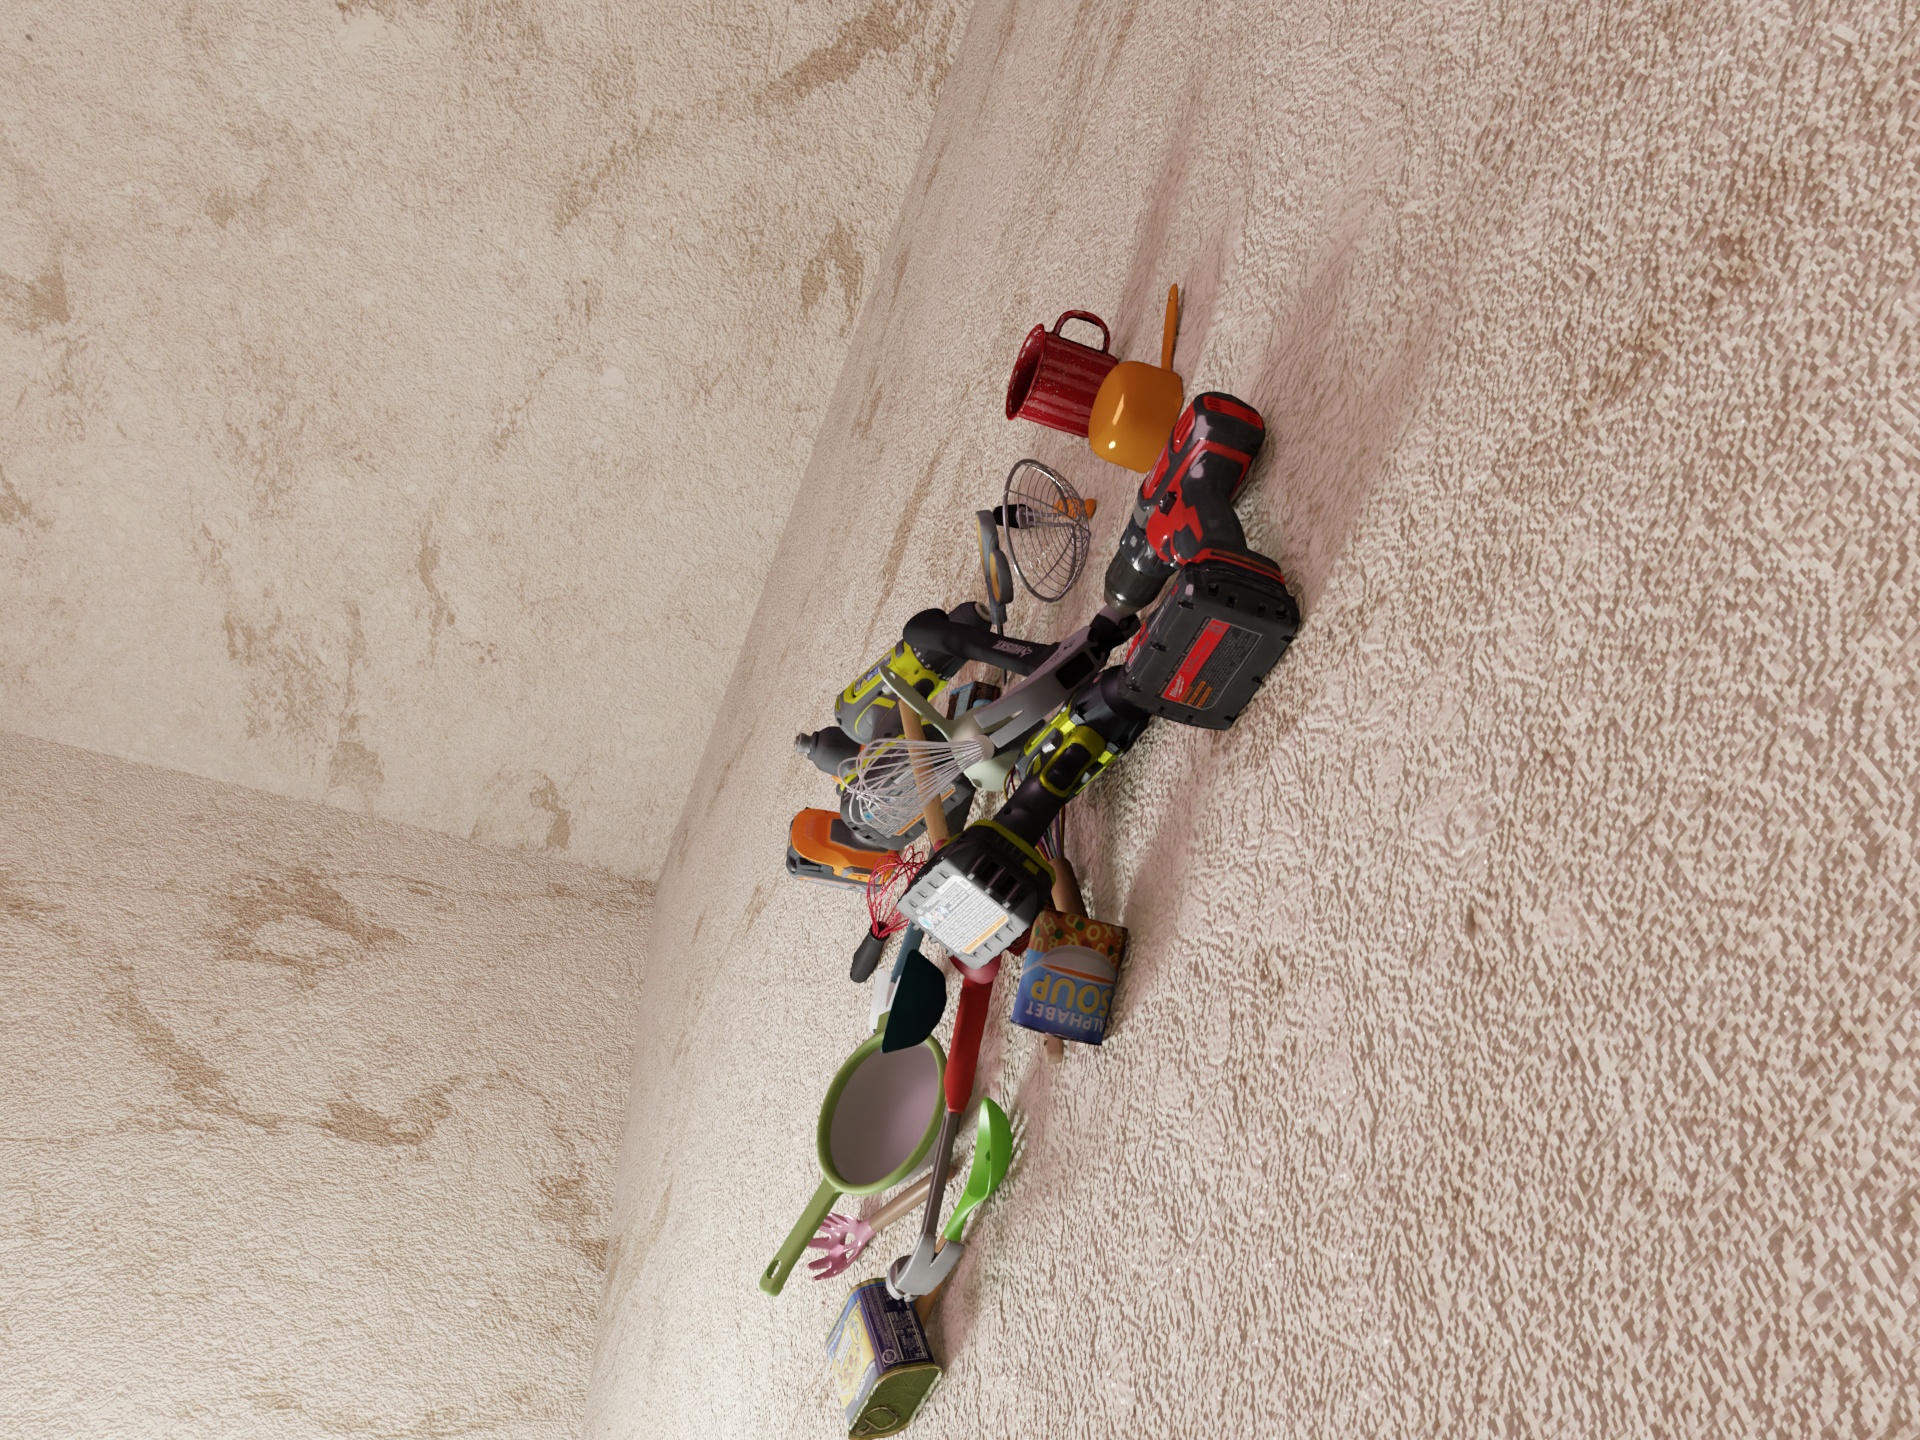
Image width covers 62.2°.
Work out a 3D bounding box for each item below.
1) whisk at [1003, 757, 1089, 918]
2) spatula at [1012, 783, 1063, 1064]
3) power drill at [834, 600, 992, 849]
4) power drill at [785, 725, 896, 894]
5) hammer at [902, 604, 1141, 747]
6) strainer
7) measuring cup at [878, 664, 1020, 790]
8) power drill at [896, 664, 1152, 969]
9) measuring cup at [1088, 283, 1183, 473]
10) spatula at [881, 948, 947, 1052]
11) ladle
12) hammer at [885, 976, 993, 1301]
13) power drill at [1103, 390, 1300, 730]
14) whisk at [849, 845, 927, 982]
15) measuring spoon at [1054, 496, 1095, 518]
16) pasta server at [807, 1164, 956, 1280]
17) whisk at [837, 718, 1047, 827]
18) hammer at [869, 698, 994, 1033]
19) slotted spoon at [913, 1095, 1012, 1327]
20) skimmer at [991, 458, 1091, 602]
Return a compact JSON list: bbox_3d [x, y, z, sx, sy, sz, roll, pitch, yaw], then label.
[{"bbox_3d":[0.075,0.099,1.246,0.245,0.047,0.051,-105,21,-54],"label":"whisk"},{"bbox_3d":[0.063,0.147,1.277,0.059,0.018,0.316,-55,23,32],"label":"spatula"},{"bbox_3d":[-0.041,-0.004,1.518,0.190,0.080,0.229,-39,29,24],"label":"power drill"},{"bbox_3d":[-0.120,0.089,1.718,0.226,0.164,0.084,118,160,-46],"label":"power drill"},{"bbox_3d":[0.020,-0.059,1.367,0.146,0.035,0.335,-42,22,-12],"label":"hammer"},{"bbox_3d":[-0.078,0.387,1.361,0.256,0.069,0.152,-57,34,-4],"label":"strainer"},{"bbox_3d":[-0.002,-0.004,1.395,0.038,0.167,0.083,-33,31,31],"label":"measuring cup"},{"bbox_3d":[0.058,0.058,1.144,0.223,0.080,0.171,-53,2,-35],"label":"power drill"},{"bbox_3d":[0.149,-0.295,1.333,0.095,0.052,0.174,149,132,-69],"label":"measuring cup"},{"bbox_3d":[-0.036,0.237,1.369,0.317,0.044,0.082,109,177,-83],"label":"spatula"},{"bbox_3d":[-0.019,0.083,1.324,0.069,0.031,0.316,-60,32,37],"label":"ladle"},{"bbox_3d":[0.004,0.262,1.250,0.149,0.036,0.359,113,172,-55],"label":"hammer"},{"bbox_3d":[0.152,-0.096,1.093,0.227,0.080,0.187,-87,19,-47],"label":"power drill"},{"bbox_3d":[-0.080,0.212,1.664,0.295,0.073,0.073,116,163,-56],"label":"whisk"},{"bbox_3d":[0.103,-0.199,1.485,0.117,0.011,0.021,-147,73,-74],"label":"measuring spoon"},{"bbox_3d":[-0.075,0.449,1.440,0.316,0.040,0.060,128,141,-52],"label":"pasta server"},{"bbox_3d":[-0.002,0.028,1.281,0.284,0.070,0.070,-18,-45,-56],"label":"whisk"},{"bbox_3d":[-0.023,0.139,1.505,0.128,0.033,0.331,78,-151,-79],"label":"hammer"},{"bbox_3d":[-0.014,0.427,1.268,0.070,0.031,0.313,-101,28,-60],"label":"slotted spoon"},{"bbox_3d":[0.048,-0.185,1.518,0.363,0.090,0.127,-143,37,-76],"label":"skimmer"}]
